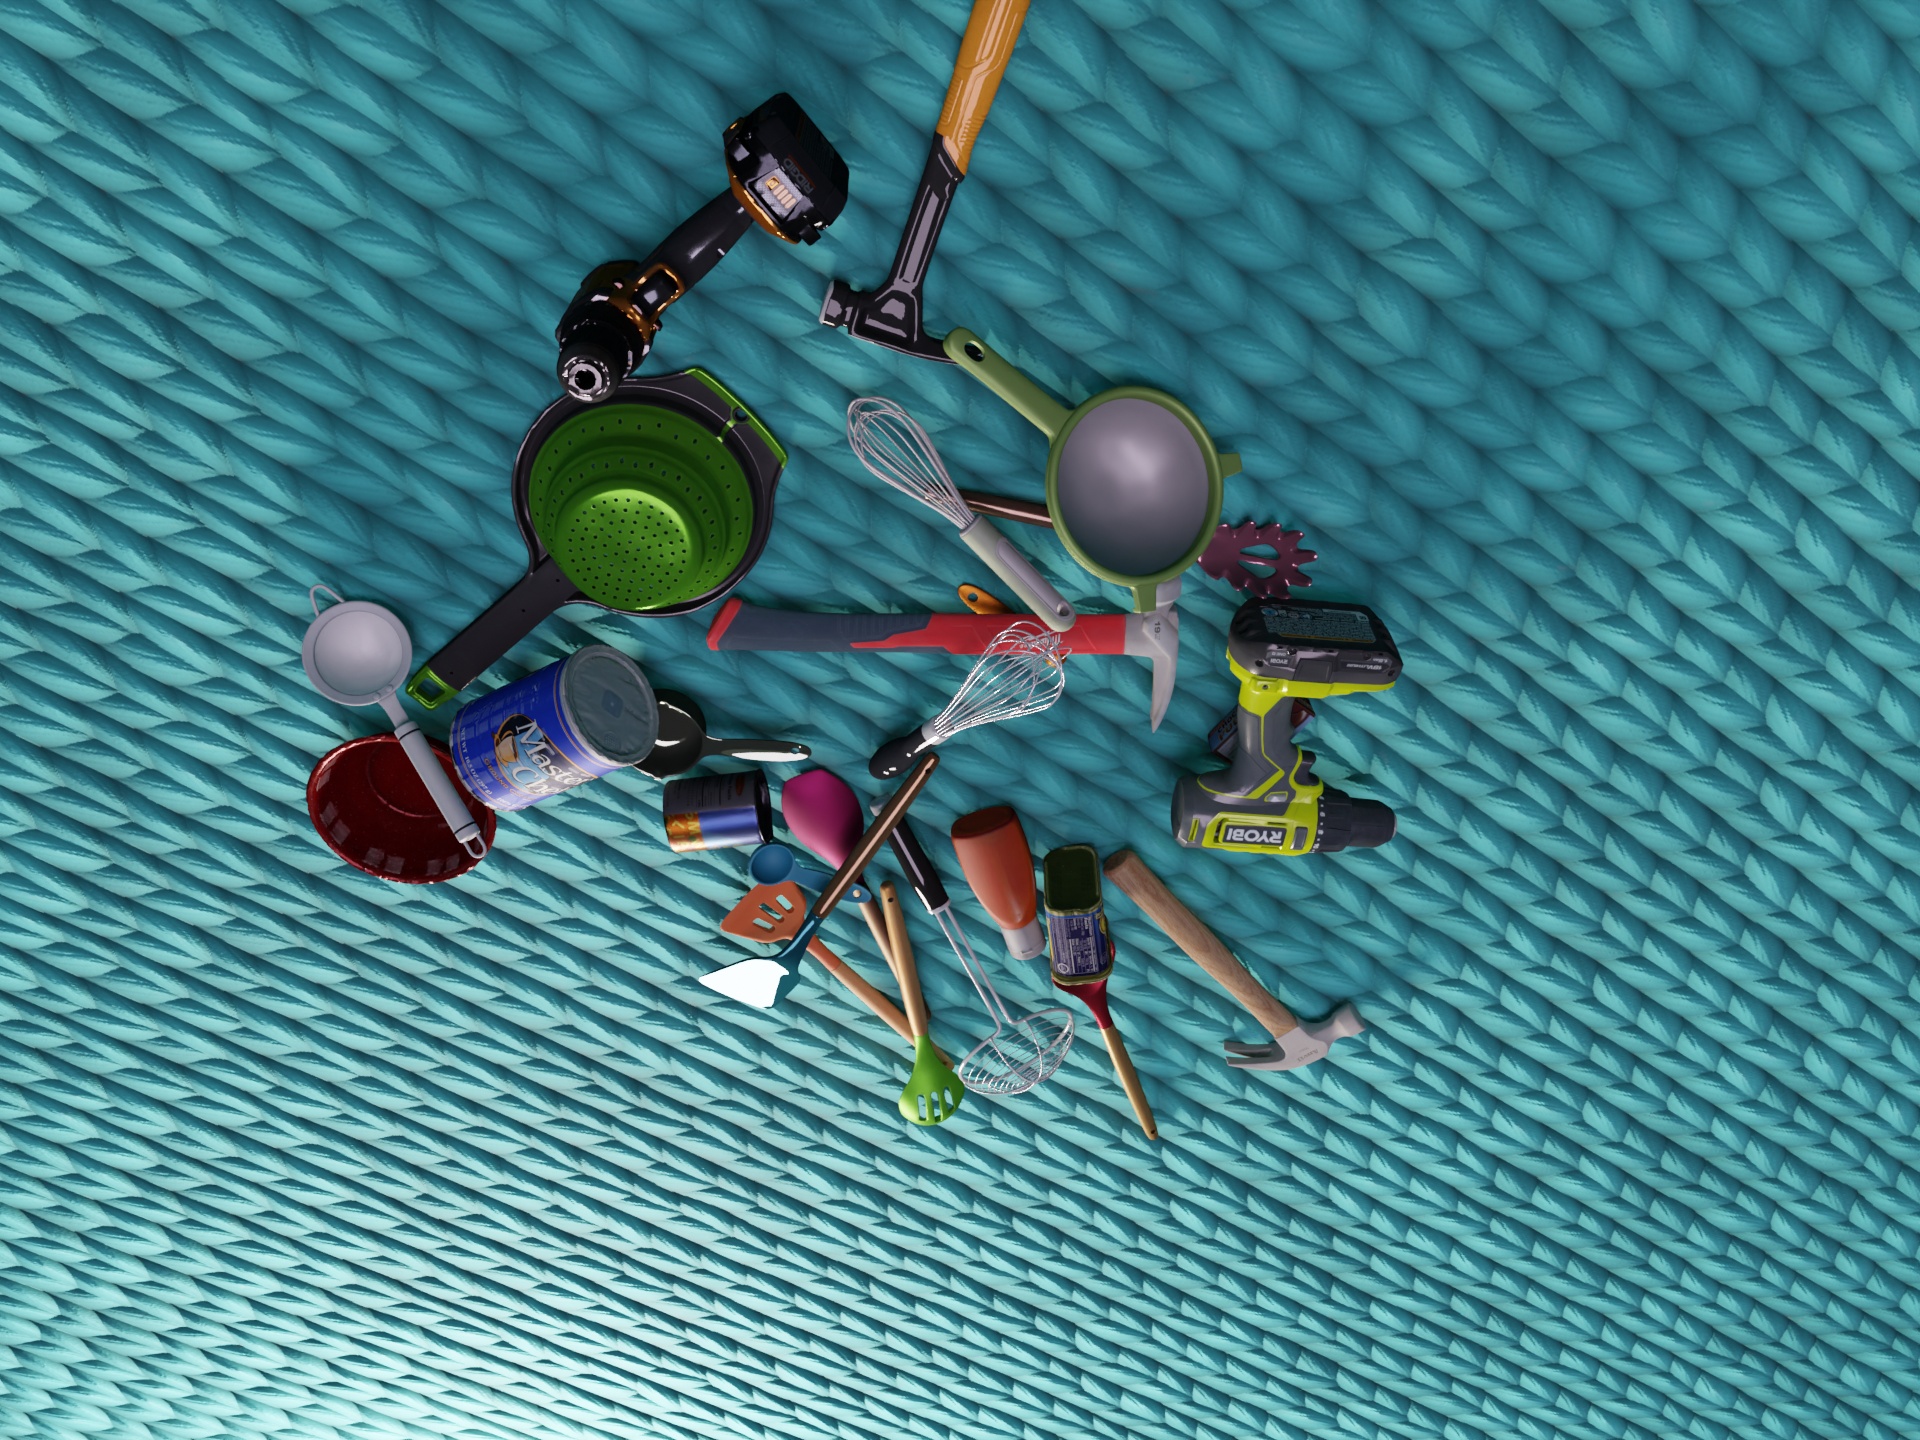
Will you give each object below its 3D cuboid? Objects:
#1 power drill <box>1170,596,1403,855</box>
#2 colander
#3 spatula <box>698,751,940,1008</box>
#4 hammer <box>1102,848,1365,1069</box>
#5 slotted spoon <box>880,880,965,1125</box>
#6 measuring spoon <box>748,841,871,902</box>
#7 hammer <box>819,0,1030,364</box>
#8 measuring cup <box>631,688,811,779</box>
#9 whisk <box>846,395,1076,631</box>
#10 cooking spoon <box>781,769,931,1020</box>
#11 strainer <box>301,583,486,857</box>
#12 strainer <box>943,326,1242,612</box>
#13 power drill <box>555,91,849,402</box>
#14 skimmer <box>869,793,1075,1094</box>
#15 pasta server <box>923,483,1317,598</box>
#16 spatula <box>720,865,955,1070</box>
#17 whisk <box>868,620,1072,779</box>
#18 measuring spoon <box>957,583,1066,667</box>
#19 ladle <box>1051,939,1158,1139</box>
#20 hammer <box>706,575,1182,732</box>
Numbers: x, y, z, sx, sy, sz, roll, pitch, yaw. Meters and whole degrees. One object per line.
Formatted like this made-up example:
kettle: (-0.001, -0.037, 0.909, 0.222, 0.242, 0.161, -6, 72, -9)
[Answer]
power drill: (0.288, 0.018, 1.326, 0.190, 0.080, 0.228, 4, 125, -4)
colander: (-0.312, -0.107, 1.256, 0.397, 0.095, 0.204, -36, 117, 21)
spatula: (-0.117, 0.147, 1.430, 0.082, 0.044, 0.317, 29, 107, -28)
hammer: (0.248, 0.234, 1.534, 0.130, 0.031, 0.331, -36, 117, 20)
slotted spoon: (-0.045, 0.283, 1.542, 0.070, 0.031, 0.313, -16, 121, -10)
measuring spoon: (-0.137, 0.140, 1.450, 0.128, 0.021, 0.042, 24, 104, -30)
hammer: (0.008, -0.409, 1.095, 0.127, 0.034, 0.336, 16, 122, -10)
measuring cup: (-0.212, 0.012, 1.374, 0.167, 0.038, 0.083, 5, 124, -7)
whisk: (0.003, -0.158, 1.232, 0.246, 0.058, 0.059, 44, 148, -14)
cooking spoon: (-0.087, 0.172, 1.493, 0.069, 0.017, 0.318, -19, 123, 6)
strainer: (-0.461, 0.003, 1.310, 0.087, 0.050, 0.258, -31, 87, -8)
strainer: (0.081, -0.206, 1.201, 0.256, 0.069, 0.151, 36, 78, -18)
power drill: (-0.183, -0.309, 1.072, 0.226, 0.186, 0.084, -35, 116, 17)
skimmer: (-0.001, 0.214, 1.515, 0.127, 0.090, 0.363, -29, 110, -4)
pasta server: (0.127, -0.152, 1.269, 0.316, 0.040, 0.060, 11, 94, -6)
spatula: (-0.104, 0.254, 1.535, 0.081, 0.041, 0.322, -45, 119, -3)
whisk: (-0.002, -0.003, 1.302, 0.070, 0.070, 0.284, 30, 145, -19)
measuring spoon: (0.044, -0.078, 1.332, 0.116, 0.011, 0.021, 35, 117, -21)
ladle: (0.154, 0.320, 1.593, 0.069, 0.031, 0.315, -27, 125, -6)
hammer: (-0.015, -0.059, 1.319, 0.386, 0.038, 0.143, 0, 122, 1)
